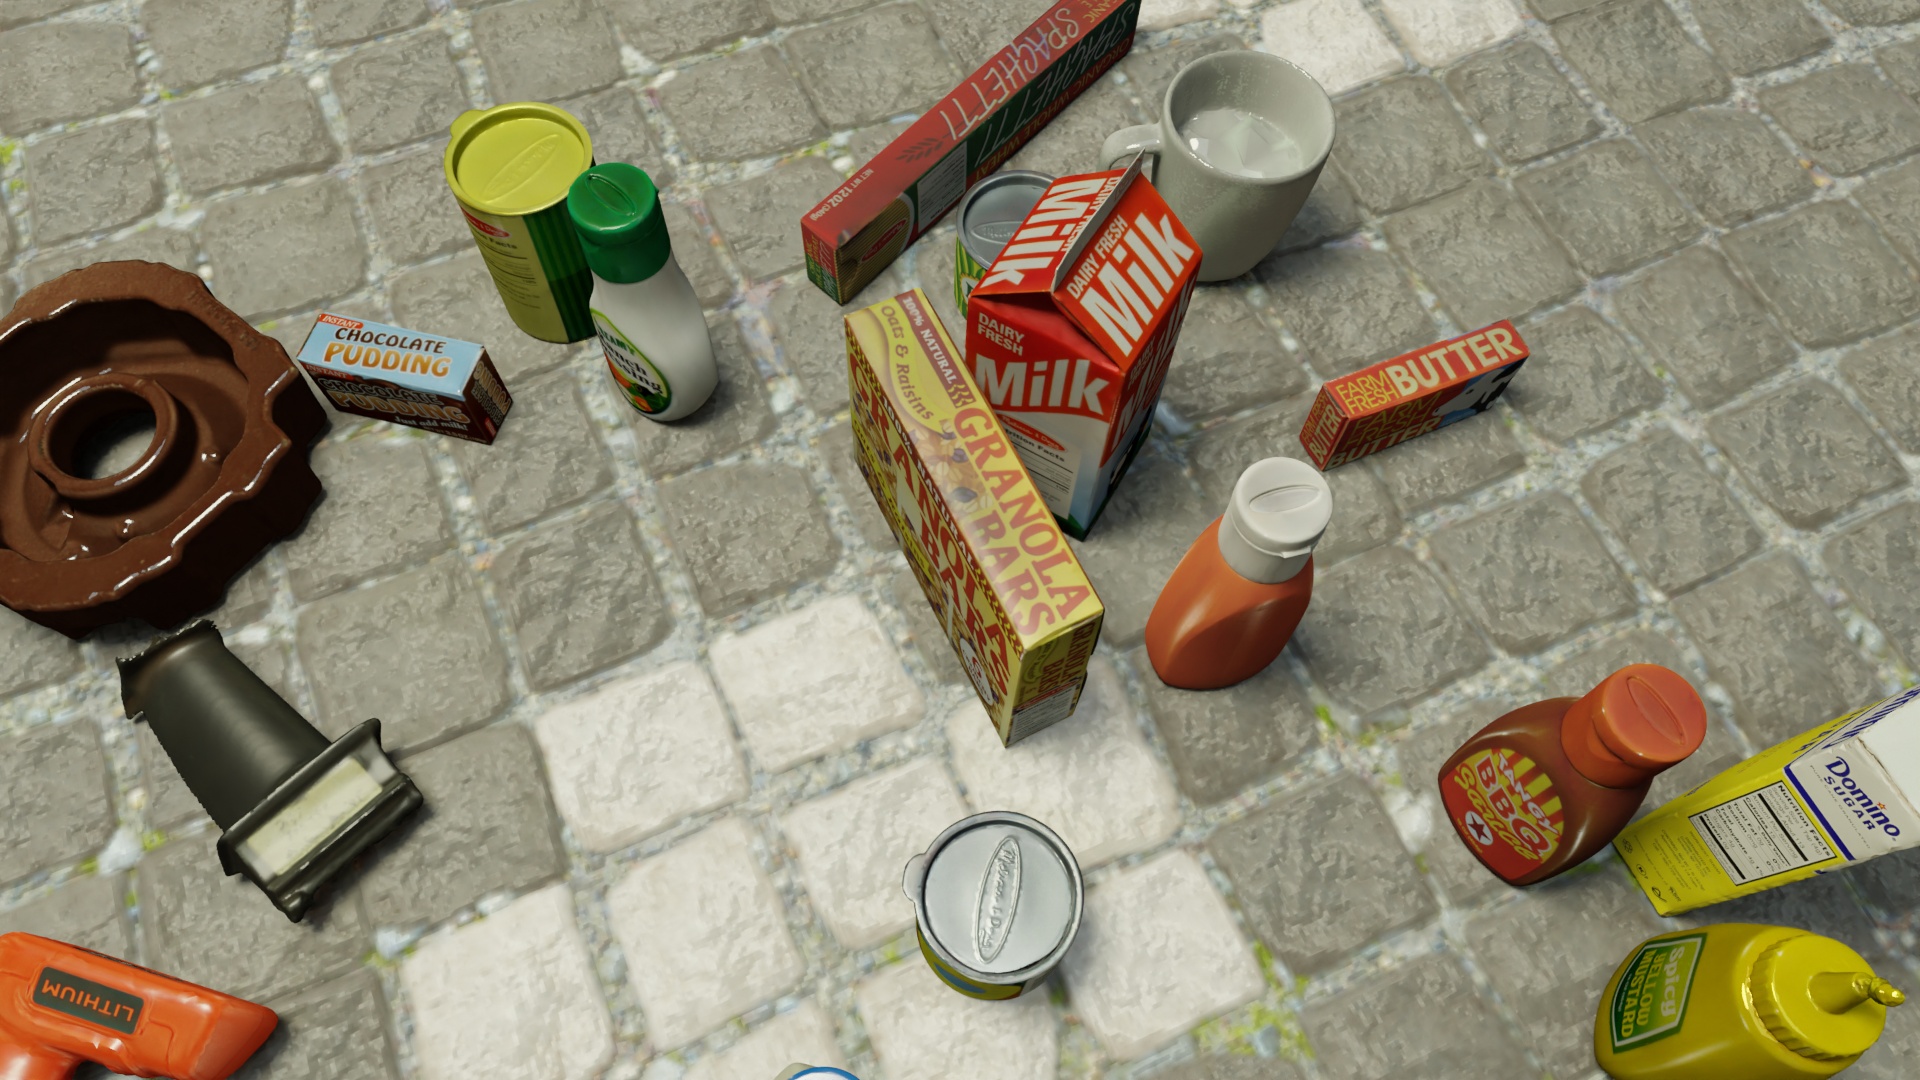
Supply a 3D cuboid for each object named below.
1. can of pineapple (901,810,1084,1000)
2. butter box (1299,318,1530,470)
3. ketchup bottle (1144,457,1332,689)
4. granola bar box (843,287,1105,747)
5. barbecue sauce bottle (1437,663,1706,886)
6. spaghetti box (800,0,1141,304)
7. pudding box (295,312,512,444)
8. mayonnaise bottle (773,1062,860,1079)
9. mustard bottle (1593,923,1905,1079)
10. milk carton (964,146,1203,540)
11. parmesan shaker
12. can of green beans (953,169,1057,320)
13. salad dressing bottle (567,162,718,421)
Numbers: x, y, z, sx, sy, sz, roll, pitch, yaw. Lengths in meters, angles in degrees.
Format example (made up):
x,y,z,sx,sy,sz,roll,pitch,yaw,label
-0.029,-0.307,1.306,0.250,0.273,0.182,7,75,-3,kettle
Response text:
x,y,z,sx,sy,sz,roll,pitch,yaw,label
0.013,0.147,0.560,0.071,0.057,0.071,1,64,-2,can of pineapple
0.220,-0.070,0.676,0.104,0.053,0.024,-20,67,-11,butter box
0.118,0.017,0.577,0.065,0.148,0.044,-13,65,-8,ketchup bottle
0.002,-0.008,0.598,0.039,0.123,0.166,-23,67,-12,granola bar box
0.238,0.090,0.545,0.044,0.148,0.065,-25,68,-13,barbecue sauce bottle
0.011,-0.222,0.745,0.029,0.050,0.251,38,69,15,spaghetti box
-0.265,-0.078,0.665,0.084,0.049,0.030,13,65,4,pudding box
-0.043,0.207,0.479,0.065,0.147,0.041,25,66,10,mayonnaise bottle
0.285,0.169,0.502,0.049,0.159,0.065,25,66,10,mustard bottle
0.049,-0.083,0.600,0.073,0.189,0.072,28,67,11,milk carton
-0.203,-0.153,0.674,0.071,0.102,0.071,1,64,-1,parmesan shaker
0.030,-0.143,0.702,0.071,0.057,0.071,1,64,-2,can of green beans
-0.144,-0.110,0.630,0.064,0.147,0.044,41,70,16,salad dressing bottle
